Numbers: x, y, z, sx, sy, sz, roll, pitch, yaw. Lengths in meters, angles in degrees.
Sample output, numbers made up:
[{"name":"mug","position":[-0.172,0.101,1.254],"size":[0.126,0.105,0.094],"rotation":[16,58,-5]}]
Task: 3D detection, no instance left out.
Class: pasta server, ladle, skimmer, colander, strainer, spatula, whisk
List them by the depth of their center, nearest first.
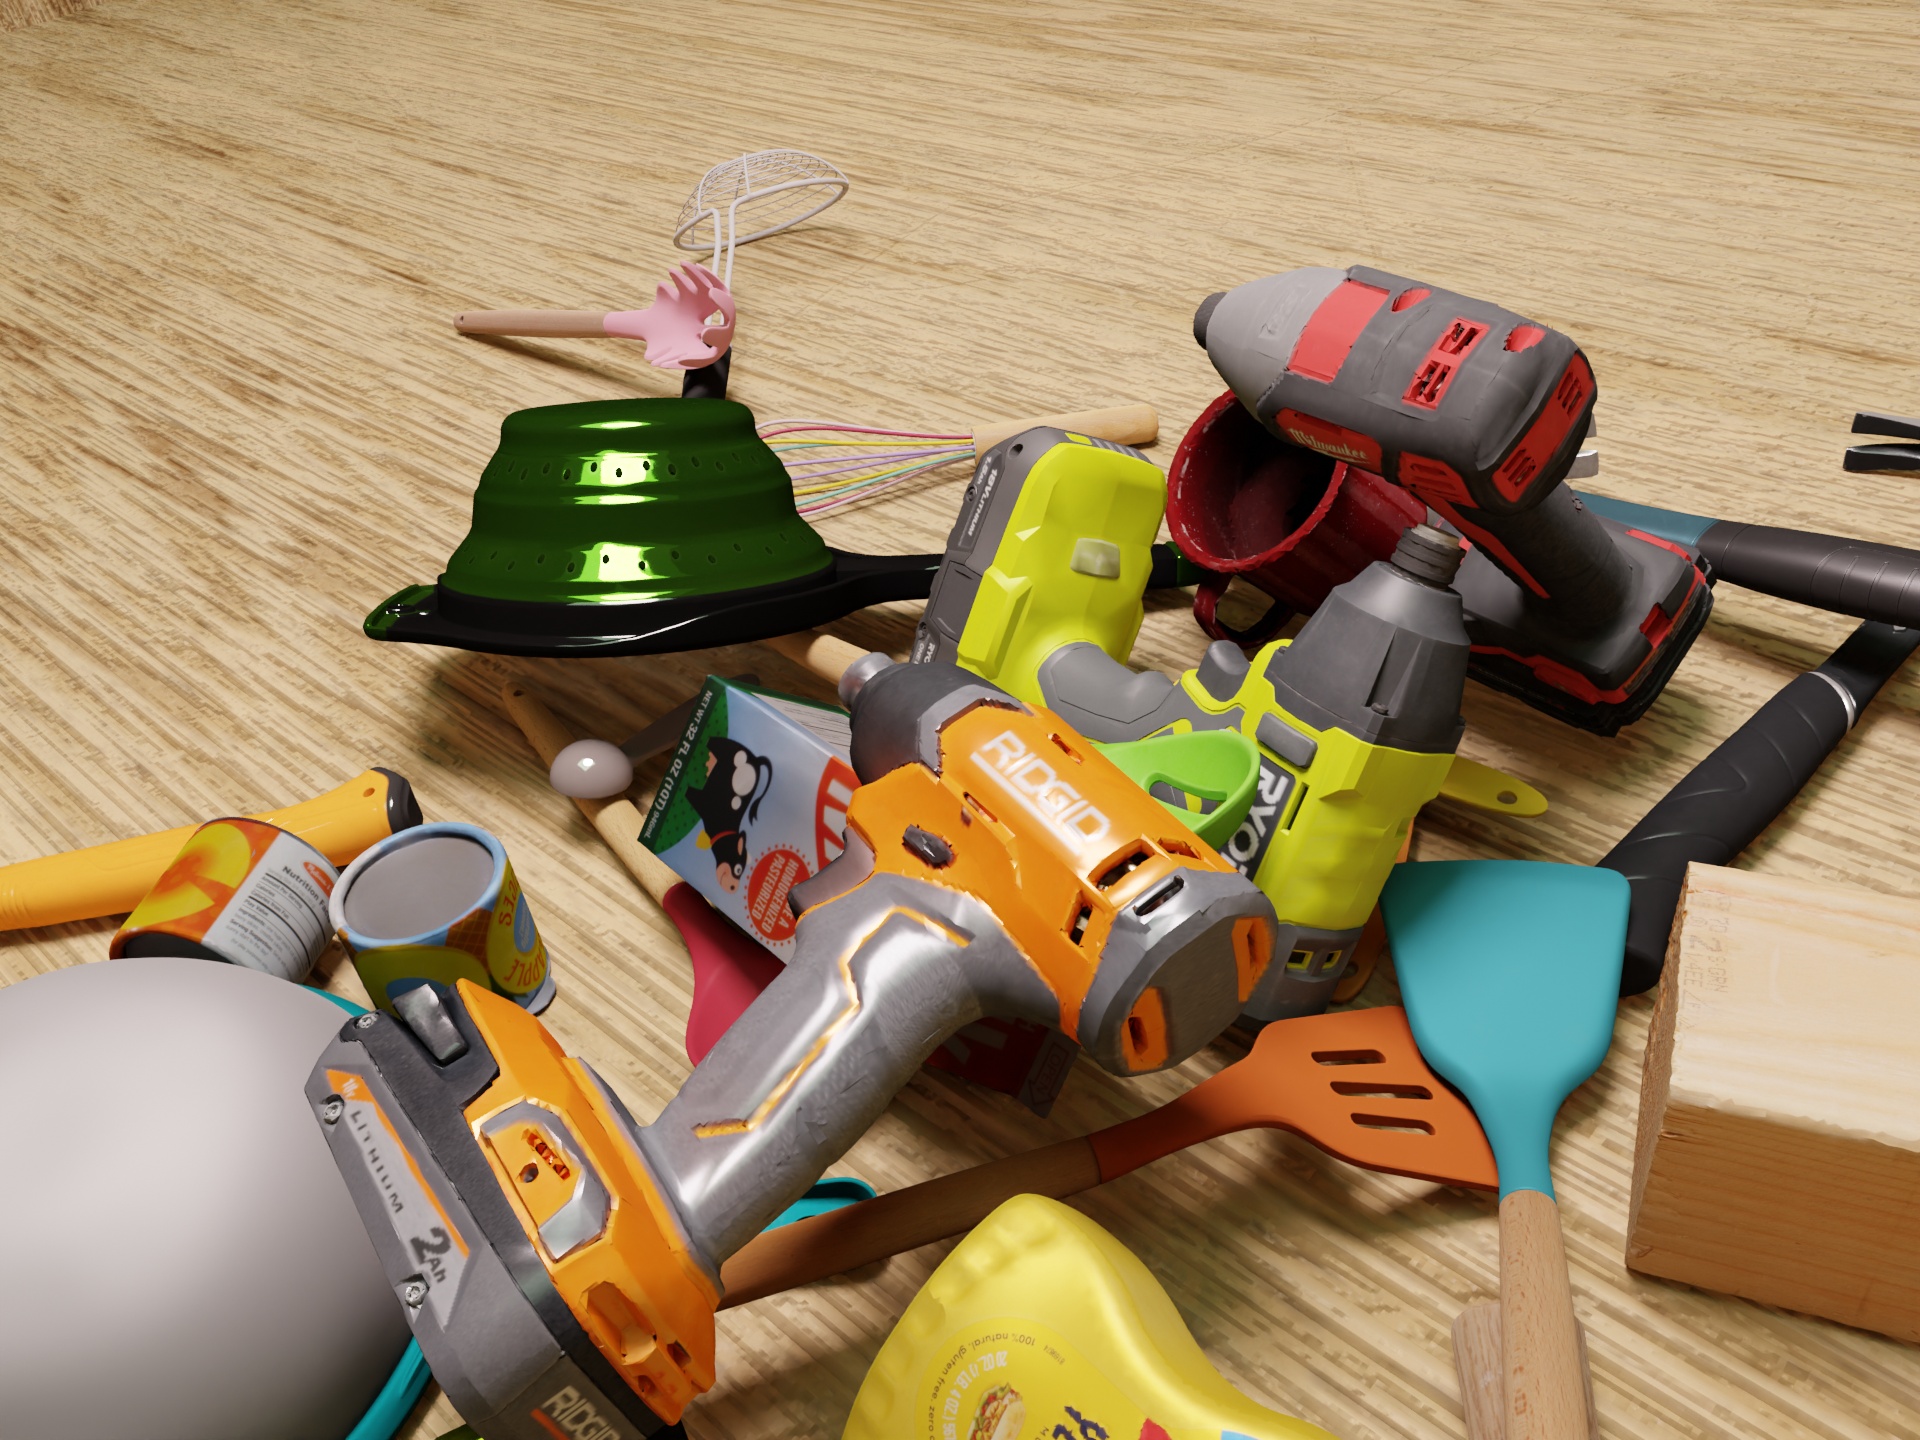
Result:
[{"name":"spatula","position":[0.150,0.140,0.421],"size":[0.082,0.044,0.318],"rotation":[0,27,15]},{"name":"strainer","position":[-0.195,0.142,0.470],"size":[0.340,0.095,0.211],"rotation":[-3,48,-1]},{"name":"spatula","position":[0.017,0.145,0.474],"size":[0.322,0.041,0.081],"rotation":[-14,38,-11]},{"name":"ladle","position":[-0.125,0.057,0.636],"size":[0.069,0.031,0.316],"rotation":[-20,38,-27]},{"name":"colander","position":[-0.065,-0.100,0.724],"size":[0.397,0.094,0.205],"rotation":[-3,15,-6]},{"name":"whisk","position":[-0.014,-0.145,0.850],"size":[0.245,0.047,0.051],"rotation":[-9,38,-5]},{"name":"pasta server","position":[-0.236,-0.246,0.980],"size":[0.316,0.060,0.040],"rotation":[14,4,43]},{"name":"skimmer","position":[-0.137,-0.252,1.011],"size":[0.127,0.090,0.364],"rotation":[-16,47,17]}]

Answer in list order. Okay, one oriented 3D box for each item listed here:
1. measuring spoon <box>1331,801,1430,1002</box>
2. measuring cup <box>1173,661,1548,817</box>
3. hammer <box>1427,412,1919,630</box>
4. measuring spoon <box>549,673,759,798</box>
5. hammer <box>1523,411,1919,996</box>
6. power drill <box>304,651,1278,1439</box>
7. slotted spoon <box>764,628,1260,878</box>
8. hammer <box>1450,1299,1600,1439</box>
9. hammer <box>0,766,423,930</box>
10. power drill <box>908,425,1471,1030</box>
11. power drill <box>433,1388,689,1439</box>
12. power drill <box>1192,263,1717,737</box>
[{"name":"measuring spoon","position":[0.155,0.062,0.591],"size":[0.021,0.011,0.117],"rotation":[3,42,31]},{"name":"measuring cup","position":[0.152,0.018,0.628],"size":[0.157,0.029,0.062],"rotation":[20,48,30]},{"name":"hammer","position":[0.319,-0.067,0.650],"size":[0.128,0.033,0.331],"rotation":[-35,35,-23]},{"name":"measuring spoon","position":[-0.129,-0.001,0.694],"size":[0.034,0.018,0.124],"rotation":[20,34,27]},{"name":"hammer","position":[0.349,-0.020,0.633],"size":[0.409,0.036,0.149],"rotation":[-34,44,-28]},{"name":"power drill","position":[-0.050,0.071,0.434],"size":[0.226,0.084,0.164],"rotation":[-33,49,-16]},{"name":"slotted spoon","position":[-0.001,-0.002,0.596],"size":[0.070,0.031,0.314],"rotation":[-38,32,-18]},{"name":"hammer","position":[0.138,0.272,0.317],"size":[0.130,0.031,0.332],"rotation":[-1,39,10]},{"name":"hammer","position":[-0.393,0.077,0.655],"size":[0.337,0.034,0.127],"rotation":[-12,38,-4]},{"name":"power drill","position":[0.080,-0.019,0.584],"size":[0.080,0.171,0.223],"rotation":[6,22,-37]},{"name":"power drill","position":[-0.121,0.268,0.337],"size":[0.190,0.080,0.229],"rotation":[-21,38,-17]},{"name":"power drill","position":[0.177,-0.084,0.575],"size":[0.143,0.219,0.078],"rotation":[34,91,43]}]
